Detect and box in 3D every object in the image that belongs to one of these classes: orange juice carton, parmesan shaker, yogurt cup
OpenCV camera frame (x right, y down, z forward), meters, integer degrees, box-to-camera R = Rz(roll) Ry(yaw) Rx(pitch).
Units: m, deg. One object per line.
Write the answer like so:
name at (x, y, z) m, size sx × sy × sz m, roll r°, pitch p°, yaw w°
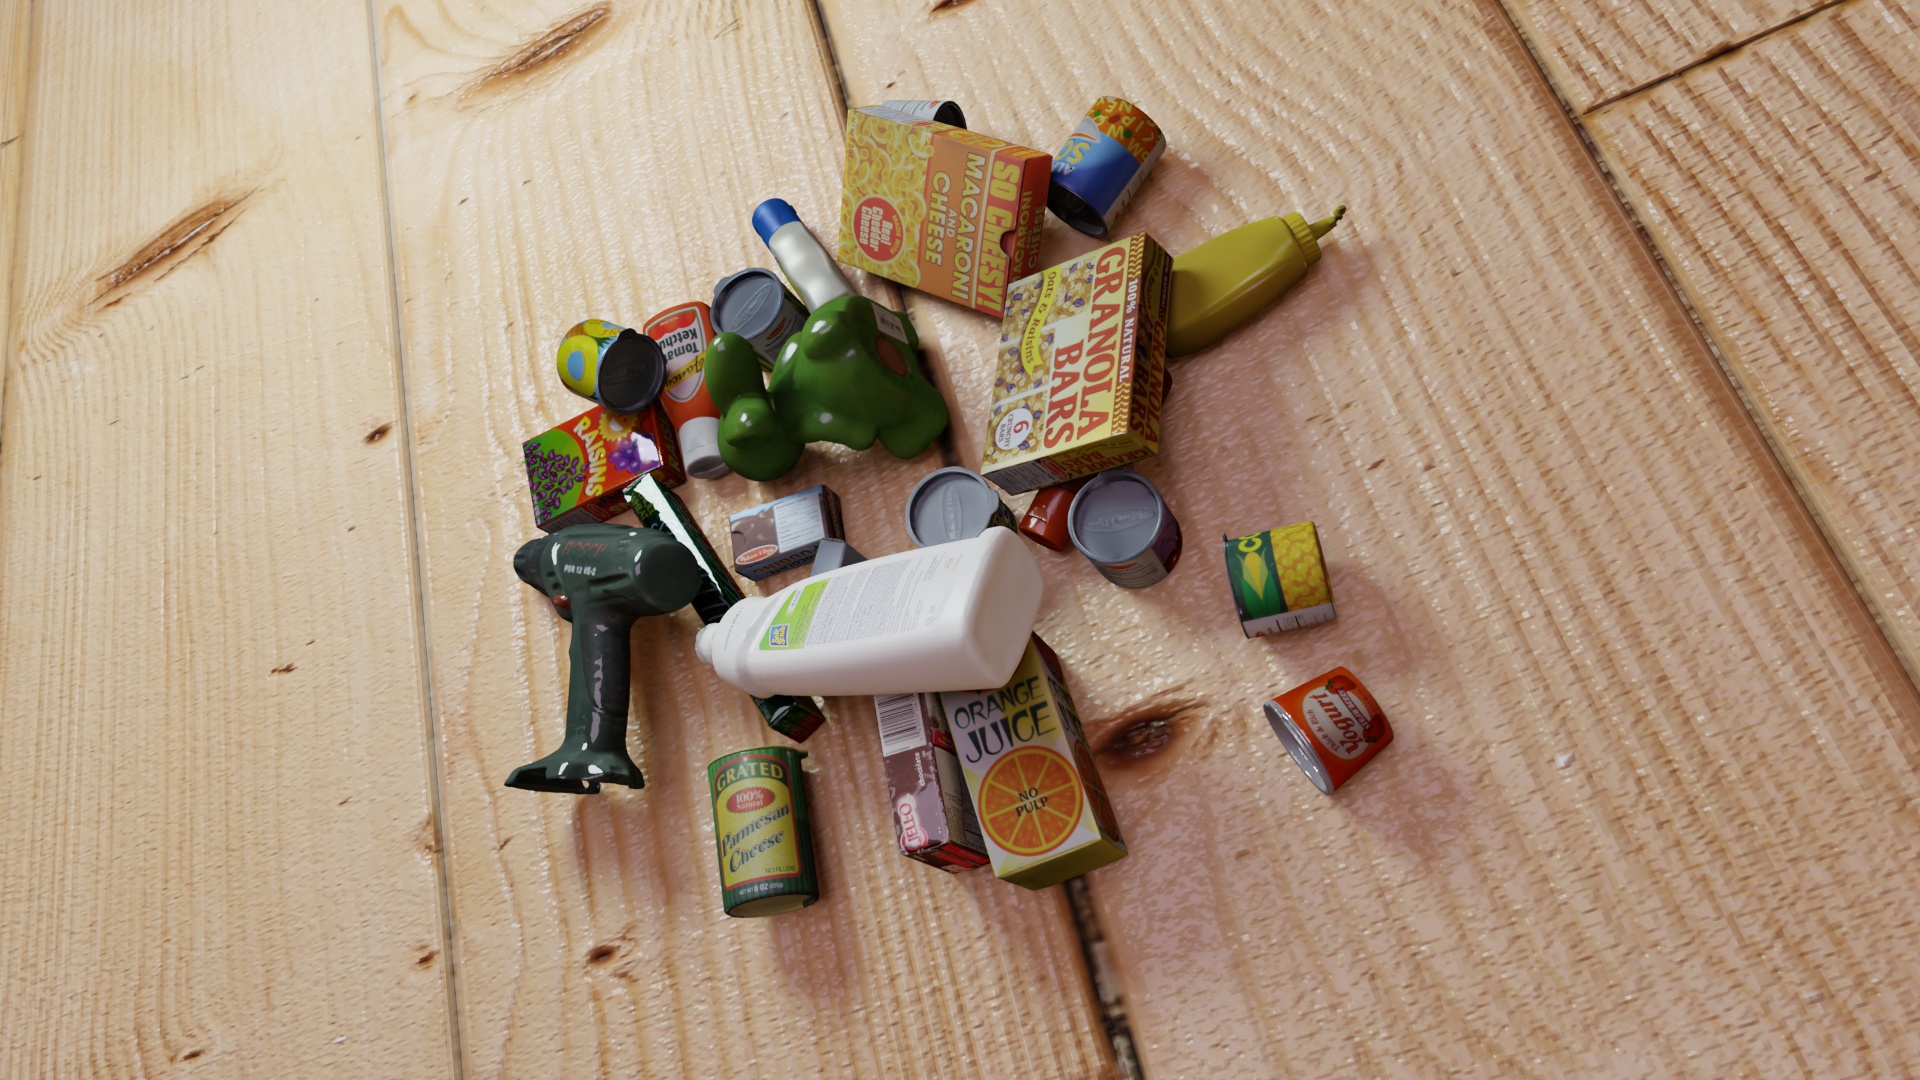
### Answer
orange juice carton at (0.038, 0.124, 0.916) m, size 0.073 × 0.071 × 0.193 m, roll -24°, pitch 63°, yaw 11°
parmesan shaker at (-0.133, 0.201, 0.959) m, size 0.071 × 0.071 × 0.103 m, roll -19°, pitch 64°, yaw 15°
yogurt cup at (0.227, 0.114, 0.849) m, size 0.054 × 0.072 × 0.072 m, roll -33°, pitch 61°, yaw -2°

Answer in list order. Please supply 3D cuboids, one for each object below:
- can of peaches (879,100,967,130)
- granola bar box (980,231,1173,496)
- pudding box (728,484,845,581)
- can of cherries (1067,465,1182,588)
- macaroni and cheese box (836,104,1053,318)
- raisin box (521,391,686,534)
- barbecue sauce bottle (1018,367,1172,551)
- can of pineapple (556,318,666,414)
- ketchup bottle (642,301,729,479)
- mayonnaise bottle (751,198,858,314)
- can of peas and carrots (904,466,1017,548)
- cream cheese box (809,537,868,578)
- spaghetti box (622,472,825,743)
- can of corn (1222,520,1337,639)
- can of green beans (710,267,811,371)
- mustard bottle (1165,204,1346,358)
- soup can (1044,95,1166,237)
can of peaches at (-0.034, -0.321, 1.127) m, size 0.058 × 0.071 × 0.071 m, roll 10°, pitch 74°, yaw 25°
granola bar box at (0.082, -0.121, 0.966) m, size 0.124 × 0.039 × 0.166 m, roll -15°, pitch 55°, yaw 38°
pudding box at (-0.132, -0.006, 1.060) m, size 0.083 × 0.030 × 0.050 m, roll -18°, pitch 65°, yaw 15°
can of cherries at (0.114, -0.009, 0.946) m, size 0.071 × 0.058 × 0.072 m, roll -8°, pitch 67°, yaw 20°
macaroni and cheese box at (-0.017, -0.253, 1.067) m, size 0.166 × 0.040 × 0.123 m, roll 24°, pitch 123°, yaw 28°
raisin box at (-0.295, -0.065, 1.144) m, size 0.123 × 0.040 × 0.086 m, roll -24°, pitch 62°, yaw 11°
barbecue sauce bottle at (0.091, -0.064, 0.985) m, size 0.065 × 0.043 × 0.149 m, roll 22°, pitch 80°, yaw 36°
can of pineapple at (-0.279, -0.141, 1.108) m, size 0.058 × 0.071 × 0.071 m, roll 23°, pitch 80°, yaw 36°
ketchup bottle at (-0.217, -0.121, 1.133) m, size 0.064 × 0.043 × 0.149 m, roll -21°, pitch 64°, yaw 10°
mayonnaise bottle at (-0.124, -0.222, 1.127) m, size 0.041 × 0.064 × 0.148 m, roll -35°, pitch 57°, yaw 1°
can of peas and carrots at (0.004, -0.012, 0.992) m, size 0.071 × 0.058 × 0.071 m, roll -7°, pitch 67°, yaw 19°
cream cheese box at (-0.094, 0.056, 1.007) m, size 0.024 × 0.053 × 0.104 m, roll 7°, pitch 72°, yaw 29°
spaghetti box at (-0.182, 0.046, 1.048) m, size 0.028 × 0.050 × 0.251 m, roll -39°, pitch 60°, yaw 2°
can of corn at (0.205, 0.023, 0.891) m, size 0.058 × 0.071 × 0.071 m, roll -14°, pitch 65°, yaw 16°
can of green beans at (-0.159, -0.178, 1.123) m, size 0.071 × 0.057 × 0.071 m, roll -8°, pitch 67°, yaw 19°
mustard bottle at (0.204, -0.191, 0.987) m, size 0.160 × 0.048 × 0.065 m, roll -28°, pitch 59°, yaw 9°
soup can at (0.104, -0.285, 1.053) m, size 0.071 × 0.071 × 0.084 m, roll 32°, pitch 83°, yaw 29°
